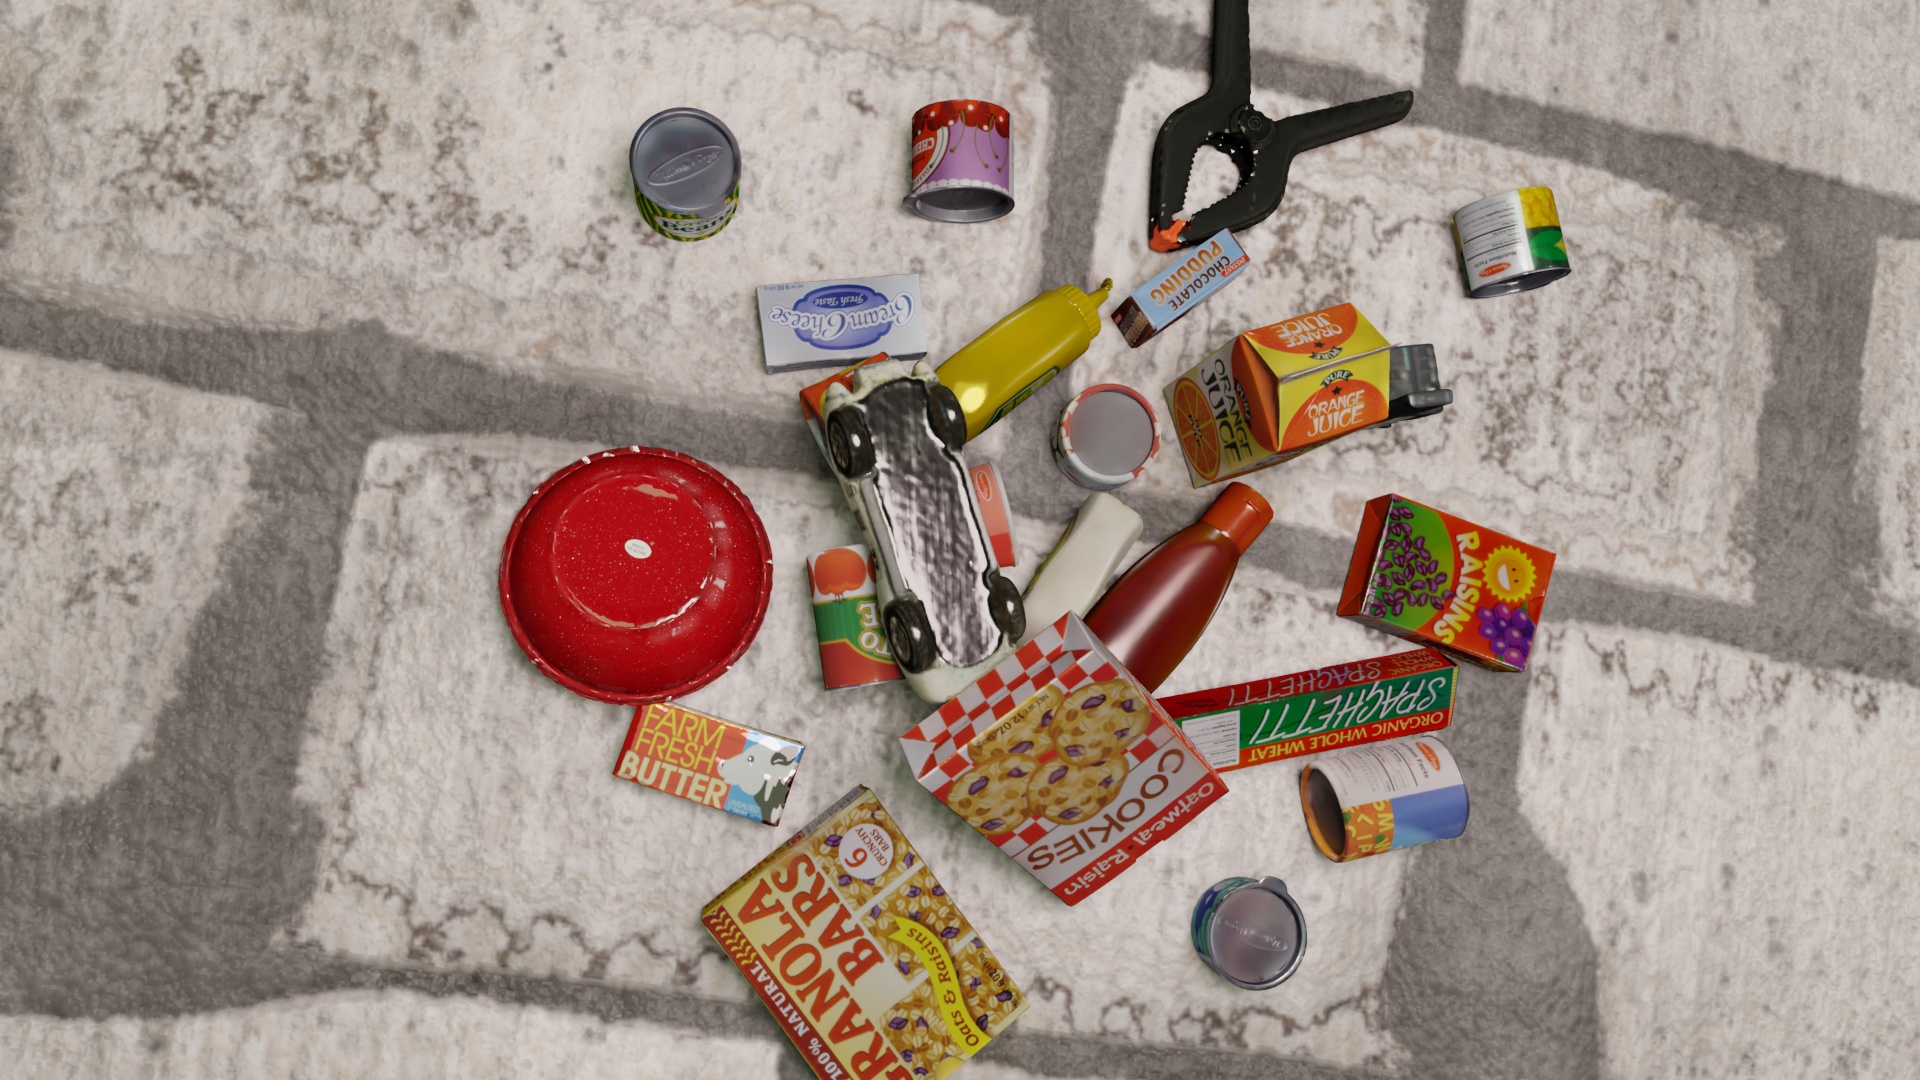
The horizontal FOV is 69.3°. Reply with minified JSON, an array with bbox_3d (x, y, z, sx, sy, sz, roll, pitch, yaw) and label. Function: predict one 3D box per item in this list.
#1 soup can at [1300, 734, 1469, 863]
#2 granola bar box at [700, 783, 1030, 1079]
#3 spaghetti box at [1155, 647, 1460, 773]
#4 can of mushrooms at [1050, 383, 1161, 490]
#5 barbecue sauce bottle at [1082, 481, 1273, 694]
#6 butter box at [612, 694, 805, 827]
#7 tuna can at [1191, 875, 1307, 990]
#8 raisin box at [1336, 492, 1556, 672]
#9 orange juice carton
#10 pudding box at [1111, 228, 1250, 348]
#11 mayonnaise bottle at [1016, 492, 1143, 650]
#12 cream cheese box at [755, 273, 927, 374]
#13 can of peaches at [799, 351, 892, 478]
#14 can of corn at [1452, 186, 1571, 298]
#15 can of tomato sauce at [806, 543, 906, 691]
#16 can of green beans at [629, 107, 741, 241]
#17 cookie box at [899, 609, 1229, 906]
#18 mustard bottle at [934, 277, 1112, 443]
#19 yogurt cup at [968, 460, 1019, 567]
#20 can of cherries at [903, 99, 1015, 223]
[{"bbox_3d":[0.269,0.167,0.887,0.084,0.071,0.071,-10,86,-10],"label":"soup can"},{"bbox_3d":[-0.057,0.250,0.831,0.124,0.039,0.165,-37,91,-12],"label":"granola bar box"},{"bbox_3d":[0.198,0.115,0.887,0.250,0.029,0.050,-9,116,-11],"label":"spaghetti box"},{"bbox_3d":[0.094,-0.069,0.897,0.071,0.033,0.071,1,84,-9],"label":"can of mushrooms"},{"bbox_3d":[0.142,0.027,0.890,0.065,0.043,0.149,43,78,-4],"label":"barbecue sauce bottle"},{"bbox_3d":[-0.151,0.132,0.835,0.103,0.024,0.053,19,80,-8],"label":"butter box"},{"bbox_3d":[0.183,0.245,0.878,0.071,0.033,0.071,1,84,-10],"label":"tuna can"},{"bbox_3d":[0.323,0.029,0.924,0.123,0.040,0.086,20,80,-8],"label":"raisin box"},{"bbox_3d":[0.192,-0.087,0.835,0.072,0.192,0.073,-16,87,-10],"label":"orange juice carton"},{"bbox_3d":[0.144,-0.164,0.908,0.084,0.049,0.030,-36,90,-12],"label":"pudding box"},{"bbox_3d":[0.057,0.040,0.865,0.041,0.064,0.148,35,83,3],"label":"mayonnaise bottle"},{"bbox_3d":[-0.075,-0.137,0.879,0.104,0.024,0.053,-7,86,-11],"label":"cream cheese box"},{"bbox_3d":[-0.059,-0.075,0.851,0.058,0.071,0.071,-26,89,-11],"label":"can of peaches"},{"bbox_3d":[0.376,-0.202,0.947,0.071,0.071,0.058,-10,86,-11],"label":"can of corn"},{"bbox_3d":[-0.054,0.045,0.839,0.071,0.071,0.083,-8,85,-11],"label":"can of tomato sauce"},{"bbox_3d":[-0.168,-0.223,0.854,0.071,0.057,0.071,1,84,-10],"label":"can of green beans"},{"bbox_3d":[0.064,0.132,0.806,0.123,0.040,0.167,-38,128,7],"label":"cookie box"},{"bbox_3d":[0.041,-0.120,0.879,0.161,0.065,0.049,-38,87,-16],"label":"mustard bottle"},{"bbox_3d":[0.003,-0.011,0.859,0.054,0.072,0.072,-14,87,-3],"label":"yogurt cup"},{"bbox_3d":[-0.001,-0.240,0.881,0.071,0.071,0.058,1,84,-10],"label":"can of cherries"}]
